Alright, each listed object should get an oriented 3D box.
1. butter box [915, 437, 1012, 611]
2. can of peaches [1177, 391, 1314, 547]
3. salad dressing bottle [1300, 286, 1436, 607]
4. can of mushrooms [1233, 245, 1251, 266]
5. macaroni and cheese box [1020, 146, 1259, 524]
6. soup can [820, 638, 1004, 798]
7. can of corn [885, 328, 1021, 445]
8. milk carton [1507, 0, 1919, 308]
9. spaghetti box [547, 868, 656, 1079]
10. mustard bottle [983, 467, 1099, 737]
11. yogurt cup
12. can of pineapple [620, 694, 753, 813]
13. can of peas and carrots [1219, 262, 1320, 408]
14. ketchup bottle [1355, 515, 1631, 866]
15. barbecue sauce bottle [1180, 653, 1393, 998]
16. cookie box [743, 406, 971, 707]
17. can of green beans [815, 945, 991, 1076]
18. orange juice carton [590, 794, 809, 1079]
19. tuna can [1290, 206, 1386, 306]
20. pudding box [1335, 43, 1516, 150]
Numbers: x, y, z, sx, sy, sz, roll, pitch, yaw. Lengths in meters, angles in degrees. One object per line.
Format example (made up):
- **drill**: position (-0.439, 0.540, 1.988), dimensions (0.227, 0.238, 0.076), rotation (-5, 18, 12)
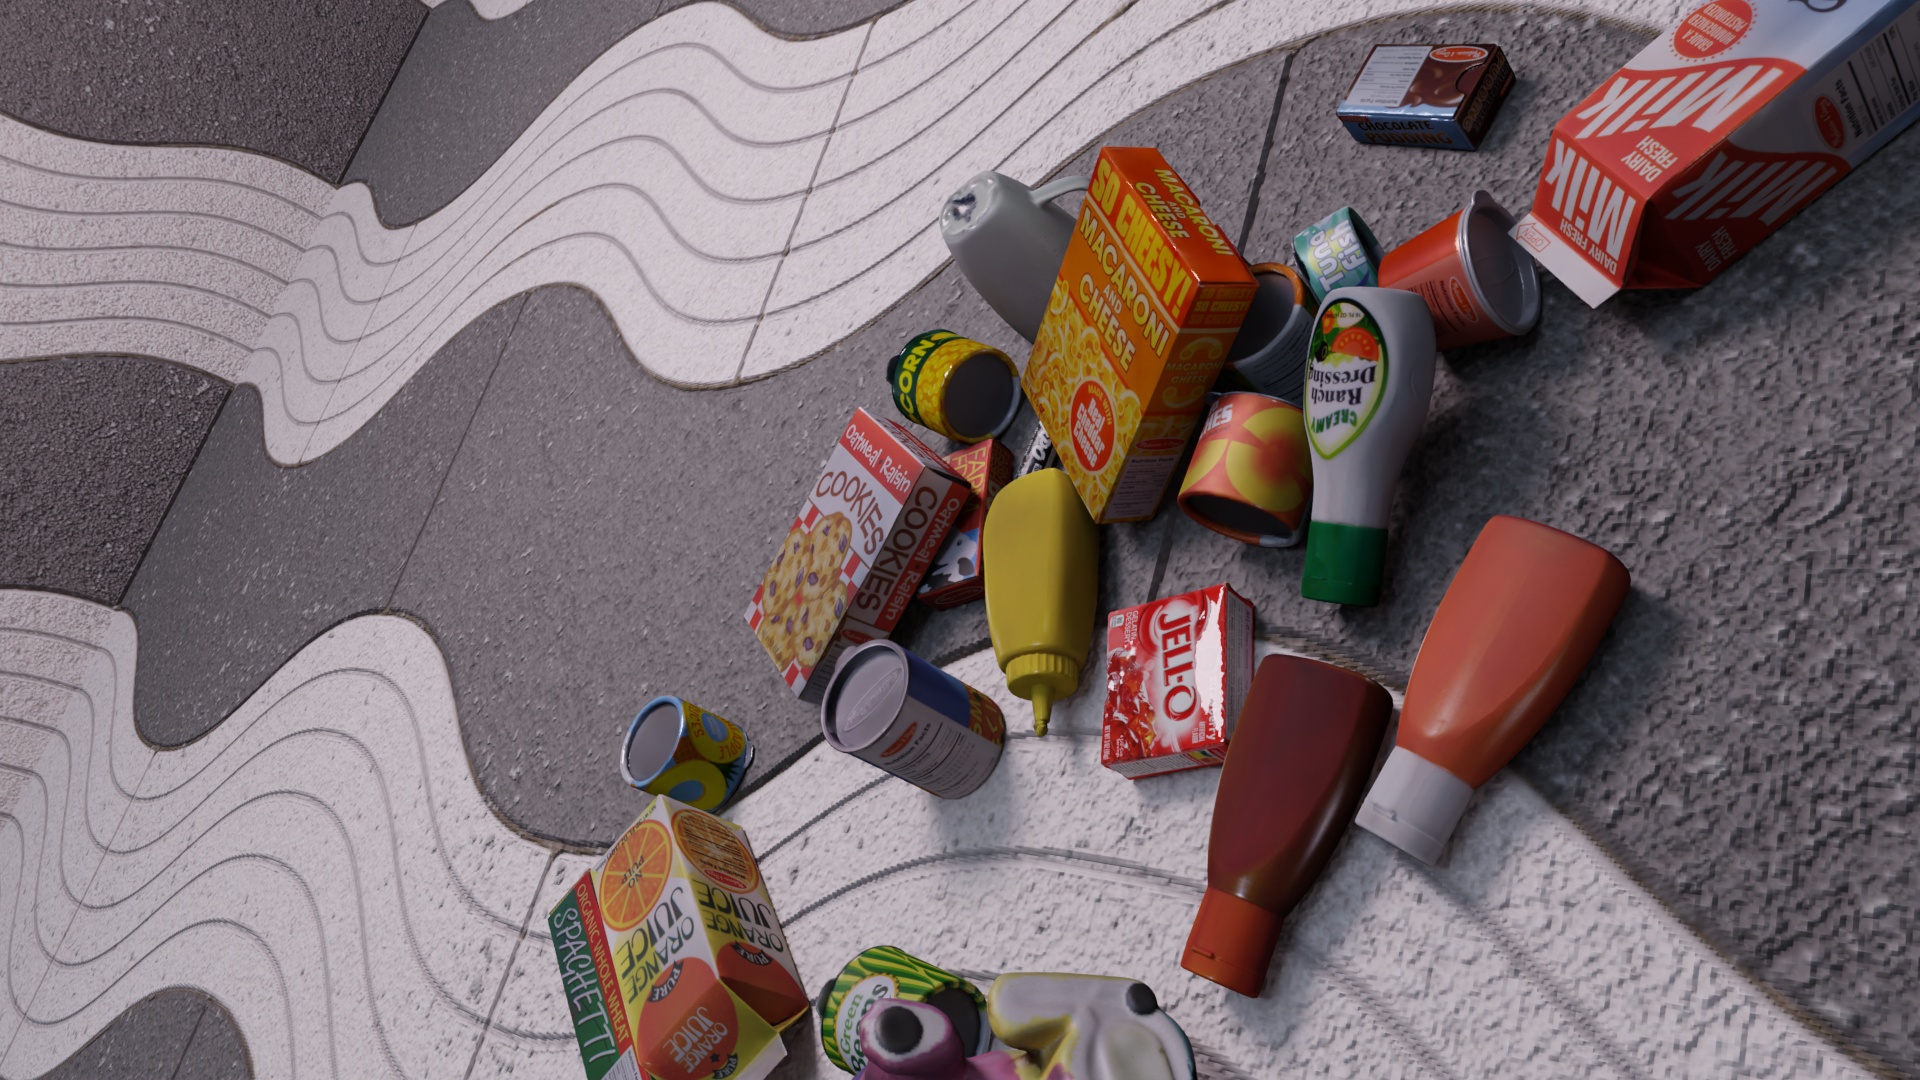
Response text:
- **butter box**: position (0.003, -0.011, 0.875), dimensions (0.053, 0.024, 0.104), rotation (-19, 52, 38)
- **can of peaches**: position (0.148, -0.036, 0.708), dimensions (0.071, 0.071, 0.058), rotation (7, 71, 48)
- **salad dressing bottle**: position (0.188, -0.043, 0.656), dimensions (0.064, 0.044, 0.147), rotation (10, 94, 59)
- **can of mushrooms**: position (0.143, -0.141, 0.813), dimensions (0.071, 0.033, 0.071), rotation (-25, 49, 33)
- **macaroni and cheese box**: position (0.092, -0.111, 0.761), dimensions (0.165, 0.040, 0.124), rotation (109, 147, -43)
- **soup can**: position (-0.027, 0.100, 0.783), dimensions (0.071, 0.083, 0.072), rotation (-26, 48, 32)
- **can of corn**: position (-0.005, -0.101, 0.908), dimensions (0.058, 0.071, 0.071), rotation (29, 86, 50)
- **milk carton**: position (0.339, -0.184, 0.611), dimensions (0.190, 0.073, 0.072), rotation (-42, 41, 18)
- **spaghetti box**: position (-0.213, 0.310, 0.873), dimensions (0.050, 0.028, 0.251), rotation (-49, 40, 9)
- **mustard bottle**: position (0.045, 0.038, 0.779), dimensions (0.065, 0.049, 0.161), rotation (-25, 49, 37)
- **yogurt cup**: position (0.242, -0.125, 0.679), dimensions (0.054, 0.072, 0.072), rotation (-19, 51, 47)
- **can of pineapple**: position (-0.185, 0.143, 0.936), dimensions (0.071, 0.058, 0.071), rotation (-26, 48, 32)
- **can of peas and carrots**: position (0.167, -0.108, 0.746), dimensions (0.070, 0.058, 0.071), rotation (-25, 48, 32)
- **ketchup bottle**: position (0.219, 0.064, 0.587), dimensions (0.065, 0.043, 0.149), rotation (27, 85, 52)
- **barbecue sauce bottle**: position (0.141, 0.127, 0.624), dimensions (0.065, 0.043, 0.149), rotation (10, 72, 49)
- **cookie box**: position (-0.069, 0.009, 0.899), dimensions (0.167, 0.040, 0.123), rotation (-60, 32, 9)
- **can of green beans**: position (-0.027, 0.245, 0.698), dimensions (0.058, 0.071, 0.071), rotation (6, 69, 47)
- **orange juice carton**: position (-0.151, 0.247, 0.818), dimensions (0.071, 0.073, 0.193), rotation (-48, 40, 11)
- **tuna can**: position (0.202, -0.139, 0.722), dimensions (0.032, 0.071, 0.071), rotation (-30, 46, 28)
- **pudding box**: position (0.257, -0.247, 0.772), dimensions (0.084, 0.030, 0.049), rotation (25, 82, 51)
